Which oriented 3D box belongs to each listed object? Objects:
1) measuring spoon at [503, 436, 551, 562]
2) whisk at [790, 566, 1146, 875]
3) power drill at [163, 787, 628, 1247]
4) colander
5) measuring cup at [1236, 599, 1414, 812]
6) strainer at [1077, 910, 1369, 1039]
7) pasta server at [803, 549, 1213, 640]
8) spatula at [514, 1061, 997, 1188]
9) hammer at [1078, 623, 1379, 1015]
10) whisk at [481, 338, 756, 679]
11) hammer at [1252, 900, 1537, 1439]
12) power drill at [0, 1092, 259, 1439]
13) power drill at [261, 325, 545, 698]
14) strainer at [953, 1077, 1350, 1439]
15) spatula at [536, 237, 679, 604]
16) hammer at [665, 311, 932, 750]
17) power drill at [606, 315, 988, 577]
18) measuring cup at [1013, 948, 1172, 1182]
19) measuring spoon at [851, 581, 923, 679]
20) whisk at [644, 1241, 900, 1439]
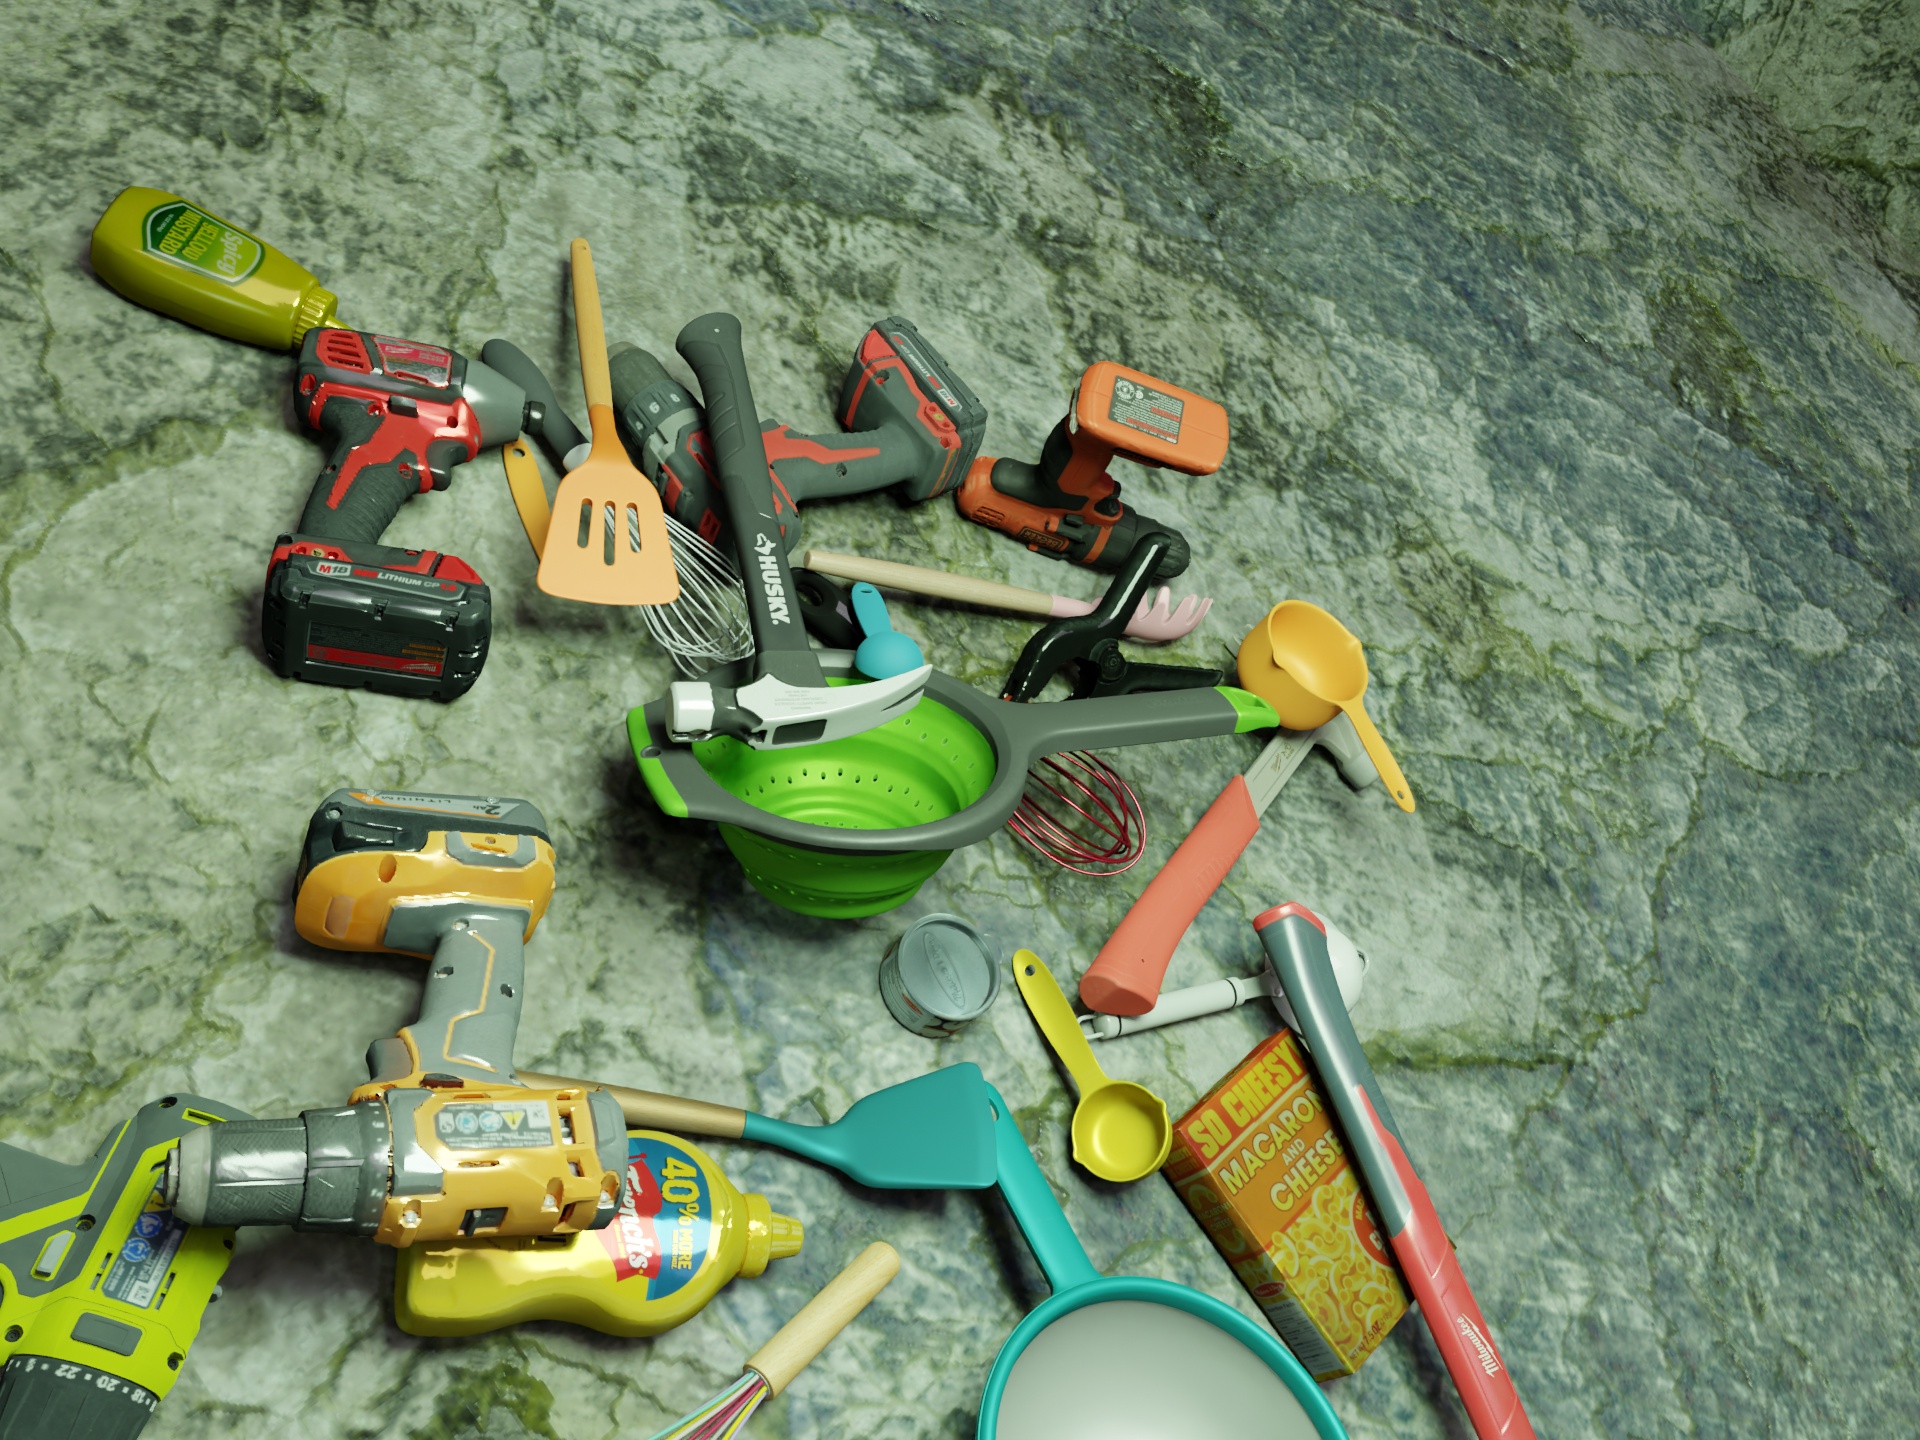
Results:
[{"bbox_3d":[-0.263,-0.132,0.987,0.021,0.011,0.117,-7,65,-33],"label":"measuring spoon"},{"bbox_3d":[-0.002,-0.003,1.026,0.296,0.073,0.073,39,49,5],"label":"whisk"},{"bbox_3d":[-0.262,0.136,0.731,0.185,0.084,0.226,6,41,-30],"label":"power drill"},{"bbox_3d":[0.007,0.039,0.936,0.397,0.094,0.205,-5,33,-22],"label":"colander"},{"bbox_3d":[0.259,0.000,1.123,0.095,0.052,0.174,-13,68,-39],"label":"measuring cup"},{"bbox_3d":[0.183,0.175,1.026,0.258,0.050,0.087,-7,79,-29],"label":"strainer"},{"bbox_3d":[0.039,-0.092,1.100,0.316,0.060,0.040,8,99,-29],"label":"pasta server"},{"bbox_3d":[-0.136,0.198,0.828,0.317,0.044,0.082,14,37,-19],"label":"spatula"},{"bbox_3d":[0.171,0.069,1.075,0.149,0.036,0.359,45,46,3],"label":"hammer"},{"bbox_3d":[-0.217,-0.136,0.993,0.070,0.070,0.285,-29,72,-39],"label":"whisk"},{"bbox_3d":[0.252,0.292,0.935,0.143,0.038,0.387,-9,67,-32],"label":"hammer"},{"bbox_3d":[-0.421,0.219,0.635,0.228,0.080,0.191,26,50,-16],"label":"power drill"},{"bbox_3d":[-0.316,-0.127,0.911,0.143,0.078,0.220,8,55,-20],"label":"power drill"},{"bbox_3d":[0.064,0.350,0.824,0.211,0.095,0.341,-4,47,-33],"label":"strainer"},{"bbox_3d":[-0.228,-0.199,0.990,0.081,0.041,0.323,3,47,-21],"label":"spatula"},{"bbox_3d":[-0.118,-0.125,0.943,0.146,0.035,0.335,-1,53,-20],"label":"hammer"},{"bbox_3d":[-0.116,-0.202,1.074,0.226,0.080,0.188,-26,68,-34],"label":"power drill"},{"bbox_3d":[0.074,0.204,0.951,0.062,0.029,0.157,-33,59,4],"label":"measuring cup"},{"bbox_3d":[-0.050,-0.063,0.981,0.042,0.021,0.129,1,30,-14],"label":"measuring spoon"},{"bbox_3d":[-0.115,0.329,0.761,0.245,0.047,0.051,-33,92,-44],"label":"whisk"}]
